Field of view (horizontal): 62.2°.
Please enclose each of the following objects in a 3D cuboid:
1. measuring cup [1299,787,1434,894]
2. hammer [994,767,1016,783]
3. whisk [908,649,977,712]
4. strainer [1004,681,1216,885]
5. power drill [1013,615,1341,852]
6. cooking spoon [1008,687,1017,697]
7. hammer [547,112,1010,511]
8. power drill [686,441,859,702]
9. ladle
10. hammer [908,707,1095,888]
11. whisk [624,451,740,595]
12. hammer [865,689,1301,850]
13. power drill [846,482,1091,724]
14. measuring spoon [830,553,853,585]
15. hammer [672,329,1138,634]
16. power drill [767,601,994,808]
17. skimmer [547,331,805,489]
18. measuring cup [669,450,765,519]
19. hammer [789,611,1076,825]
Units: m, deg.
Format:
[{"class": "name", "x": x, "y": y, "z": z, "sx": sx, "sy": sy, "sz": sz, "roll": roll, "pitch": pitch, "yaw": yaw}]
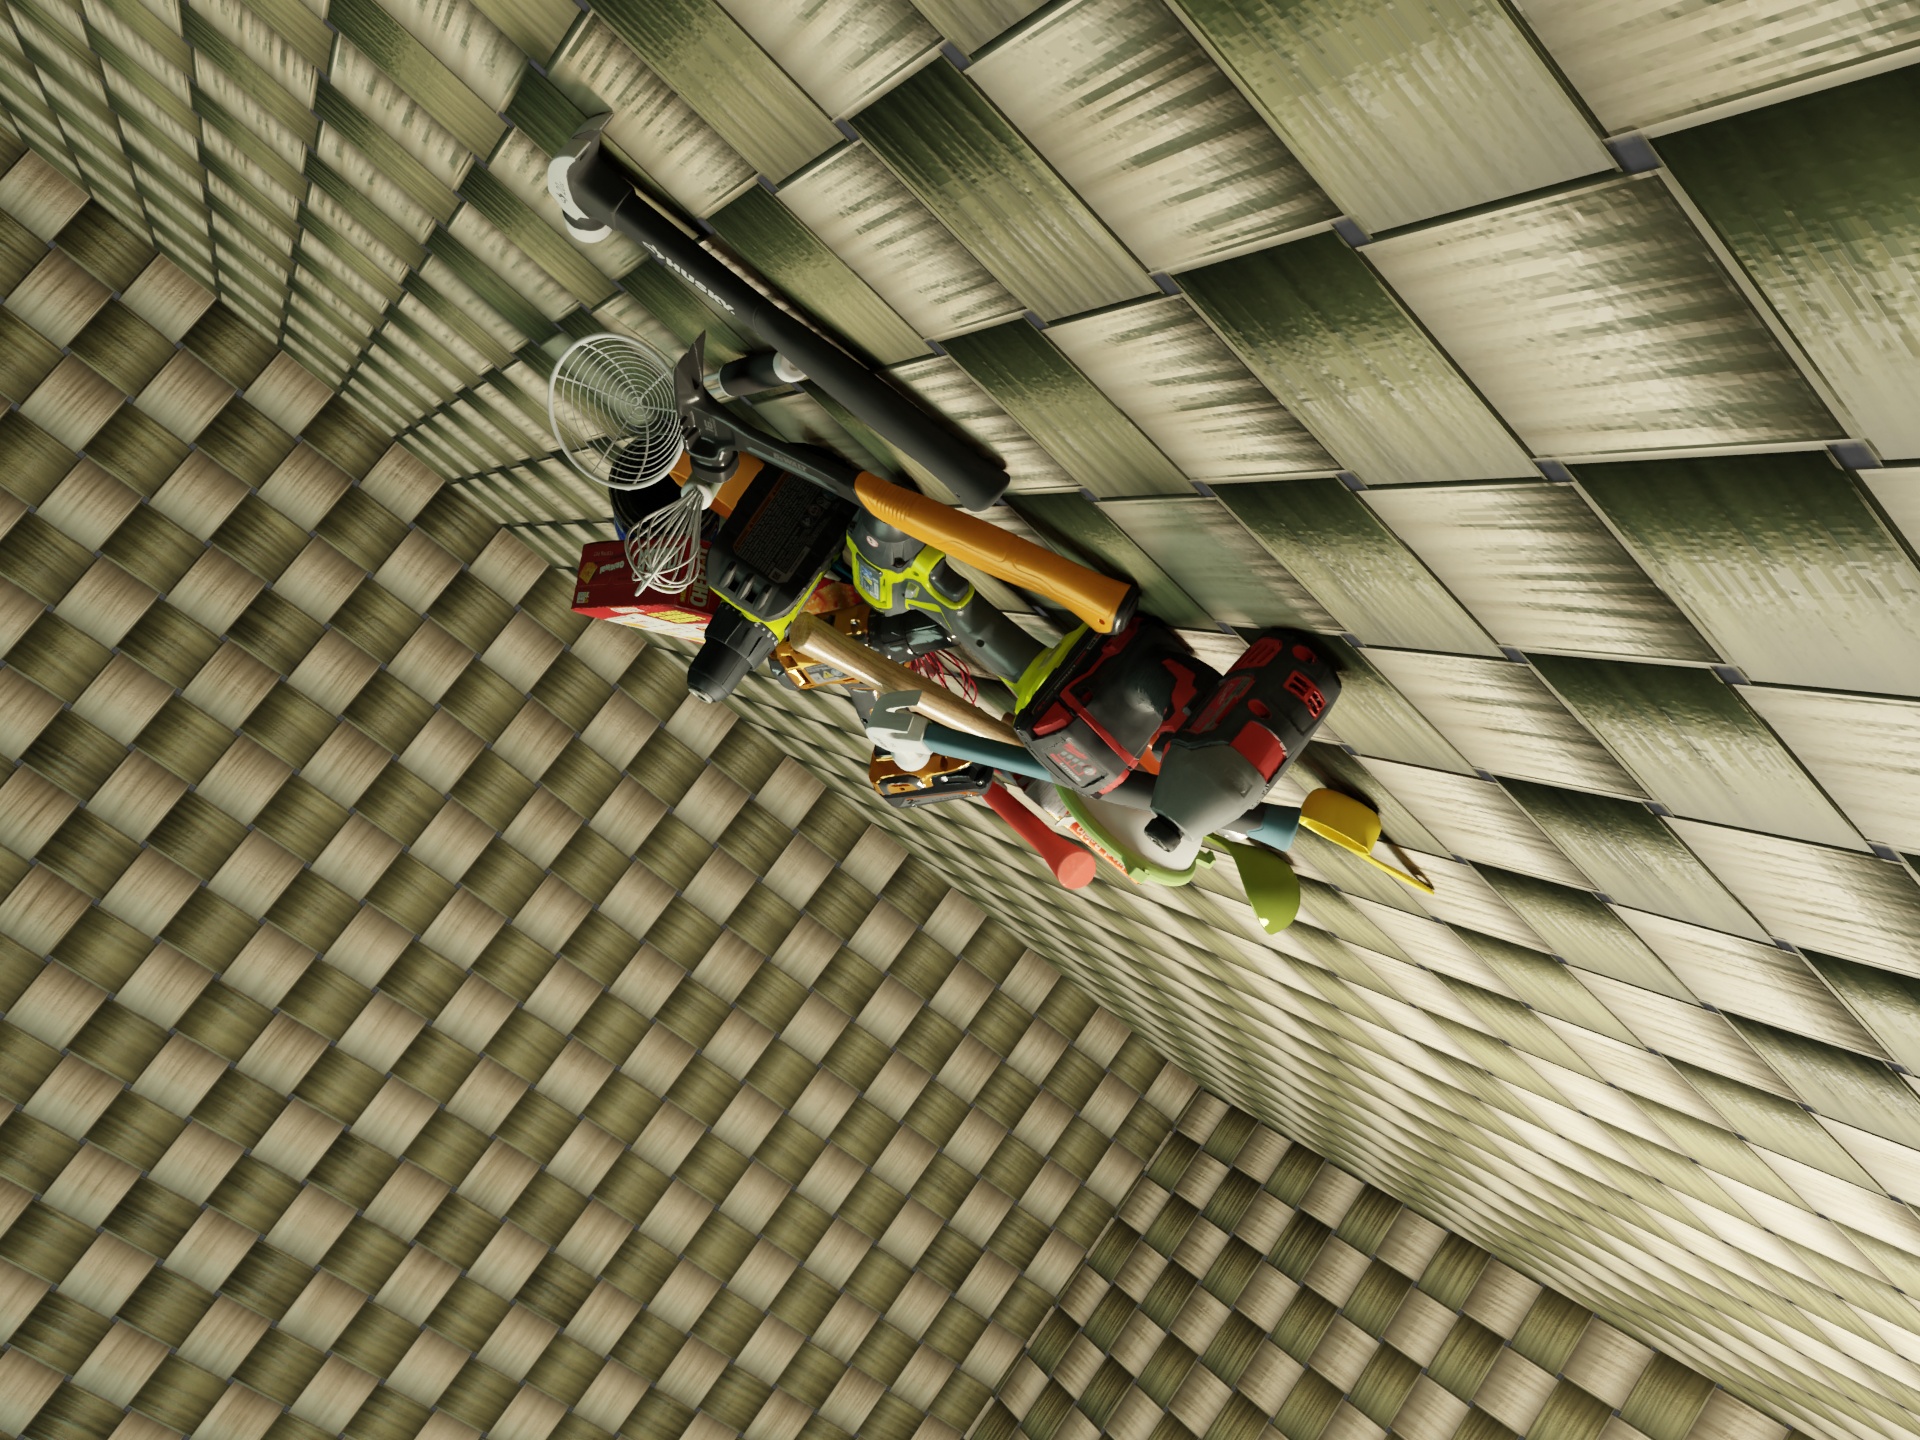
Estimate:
[{"class": "measuring cup", "x": 0.298, "y": 0.088, "z": 1.133, "sx": 0.156, "sy": 0.029, "sz": 0.062, "roll": 29, "pitch": 176, "yaw": -37}, {"class": "hammer", "x": -0.002, "y": 0.018, "z": 1.774, "sx": 0.387, "sy": 0.038, "sz": 0.143, "roll": 27, "pitch": 165, "yaw": 43}, {"class": "whisk", "x": -0.041, "y": -0.068, "z": 1.458, "sx": 0.073, "sy": 0.073, "sz": 0.295, "roll": 31, "pitch": 163, "yaw": 29}, {"class": "strainer", "x": 0.121, "y": 0.022, "z": 1.326, "sx": 0.256, "sy": 0.069, "sz": 0.151, "roll": 51, "pitch": -155, "yaw": 21}, {"class": "power drill", "x": 0.126, "y": 0.006, "z": 0.982, "sx": 0.078, "sy": 0.143, "sz": 0.220, "roll": 43, "pitch": 171, "yaw": -21}, {"class": "cooking spoon", "x": 0.130, "y": 0.047, "z": 1.508, "sx": 0.069, "sy": 0.017, "sz": 0.318, "roll": 24, "pitch": 163, "yaw": 51}, {"class": "hammer", "x": -0.108, "y": -0.238, "z": 0.965, "sx": 0.334, "sy": 0.035, "sz": 0.146, "roll": 37, "pitch": 171, "yaw": -4}, {"class": "power drill", "x": -0.153, "y": -0.112, "z": 1.266, "sx": 0.080, "sy": 0.190, "sz": 0.228, "roll": 33, "pitch": 166, "yaw": -3}, {"class": "ladle", "x": 0.163, "y": 0.085, "z": 1.422, "sx": 0.320, "sy": 0.062, "sz": 0.078, "roll": 31, "pitch": -173, "yaw": 21}, {"class": "hammer", "x": 0.039, "y": 0.077, "z": 1.540, "sx": 0.149, "sy": 0.037, "sz": 0.359, "roll": 42, "pitch": 179, "yaw": -23}, {"class": "whisk", "x": -0.204, "y": -0.167, "z": 1.212, "sx": 0.057, "sy": 0.059, "sz": 0.247, "roll": 35, "pitch": -147, "yaw": -15}, {"class": "hammer", "x": 0.082, "y": 0.038, "z": 1.144, "sx": 0.331, "sy": 0.033, "sz": 0.128, "roll": 14, "pitch": 164, "yaw": 21}, {"class": "power drill", "x": 0.014, "y": -0.080, "z": 1.163, "sx": 0.223, "sy": 0.080, "sz": 0.171, "roll": 38, "pitch": 166, "yaw": 8}, {"class": "measuring spoon", "x": -0.110, "y": -0.147, "z": 1.460, "sx": 0.042, "sy": 0.021, "sz": 0.128, "roll": 21, "pitch": 174, "yaw": 19}, {"class": "hammer", "x": -0.038, "y": -0.144, "z": 1.041, "sx": 0.337, "sy": 0.034, "sz": 0.127, "roll": 26, "pitch": 155, "yaw": 12}, {"class": "power drill", "x": -0.041, "y": -0.022, "z": 1.411, "sx": 0.185, "sy": 0.084, "sz": 0.226, "roll": -11, "pitch": 137, "yaw": 25}, {"class": "skimmer", "x": -0.216, "y": -0.237, "z": 1.175, "sx": 0.363, "sy": 0.090, "sz": 0.127, "roll": 13, "pitch": 123, "yaw": 62}, {"class": "measuring cup", "x": -0.179, "y": -0.191, "z": 1.388, "sx": 0.095, "sy": 0.052, "sz": 0.173, "roll": 30, "pitch": 175, "yaw": 36}, {"class": "hammer", "x": -0.002, "y": -0.004, "z": 1.301, "sx": 0.331, "sy": 0.031, "sz": 0.130, "roll": 28, "pitch": -152, "yaw": -34}]
